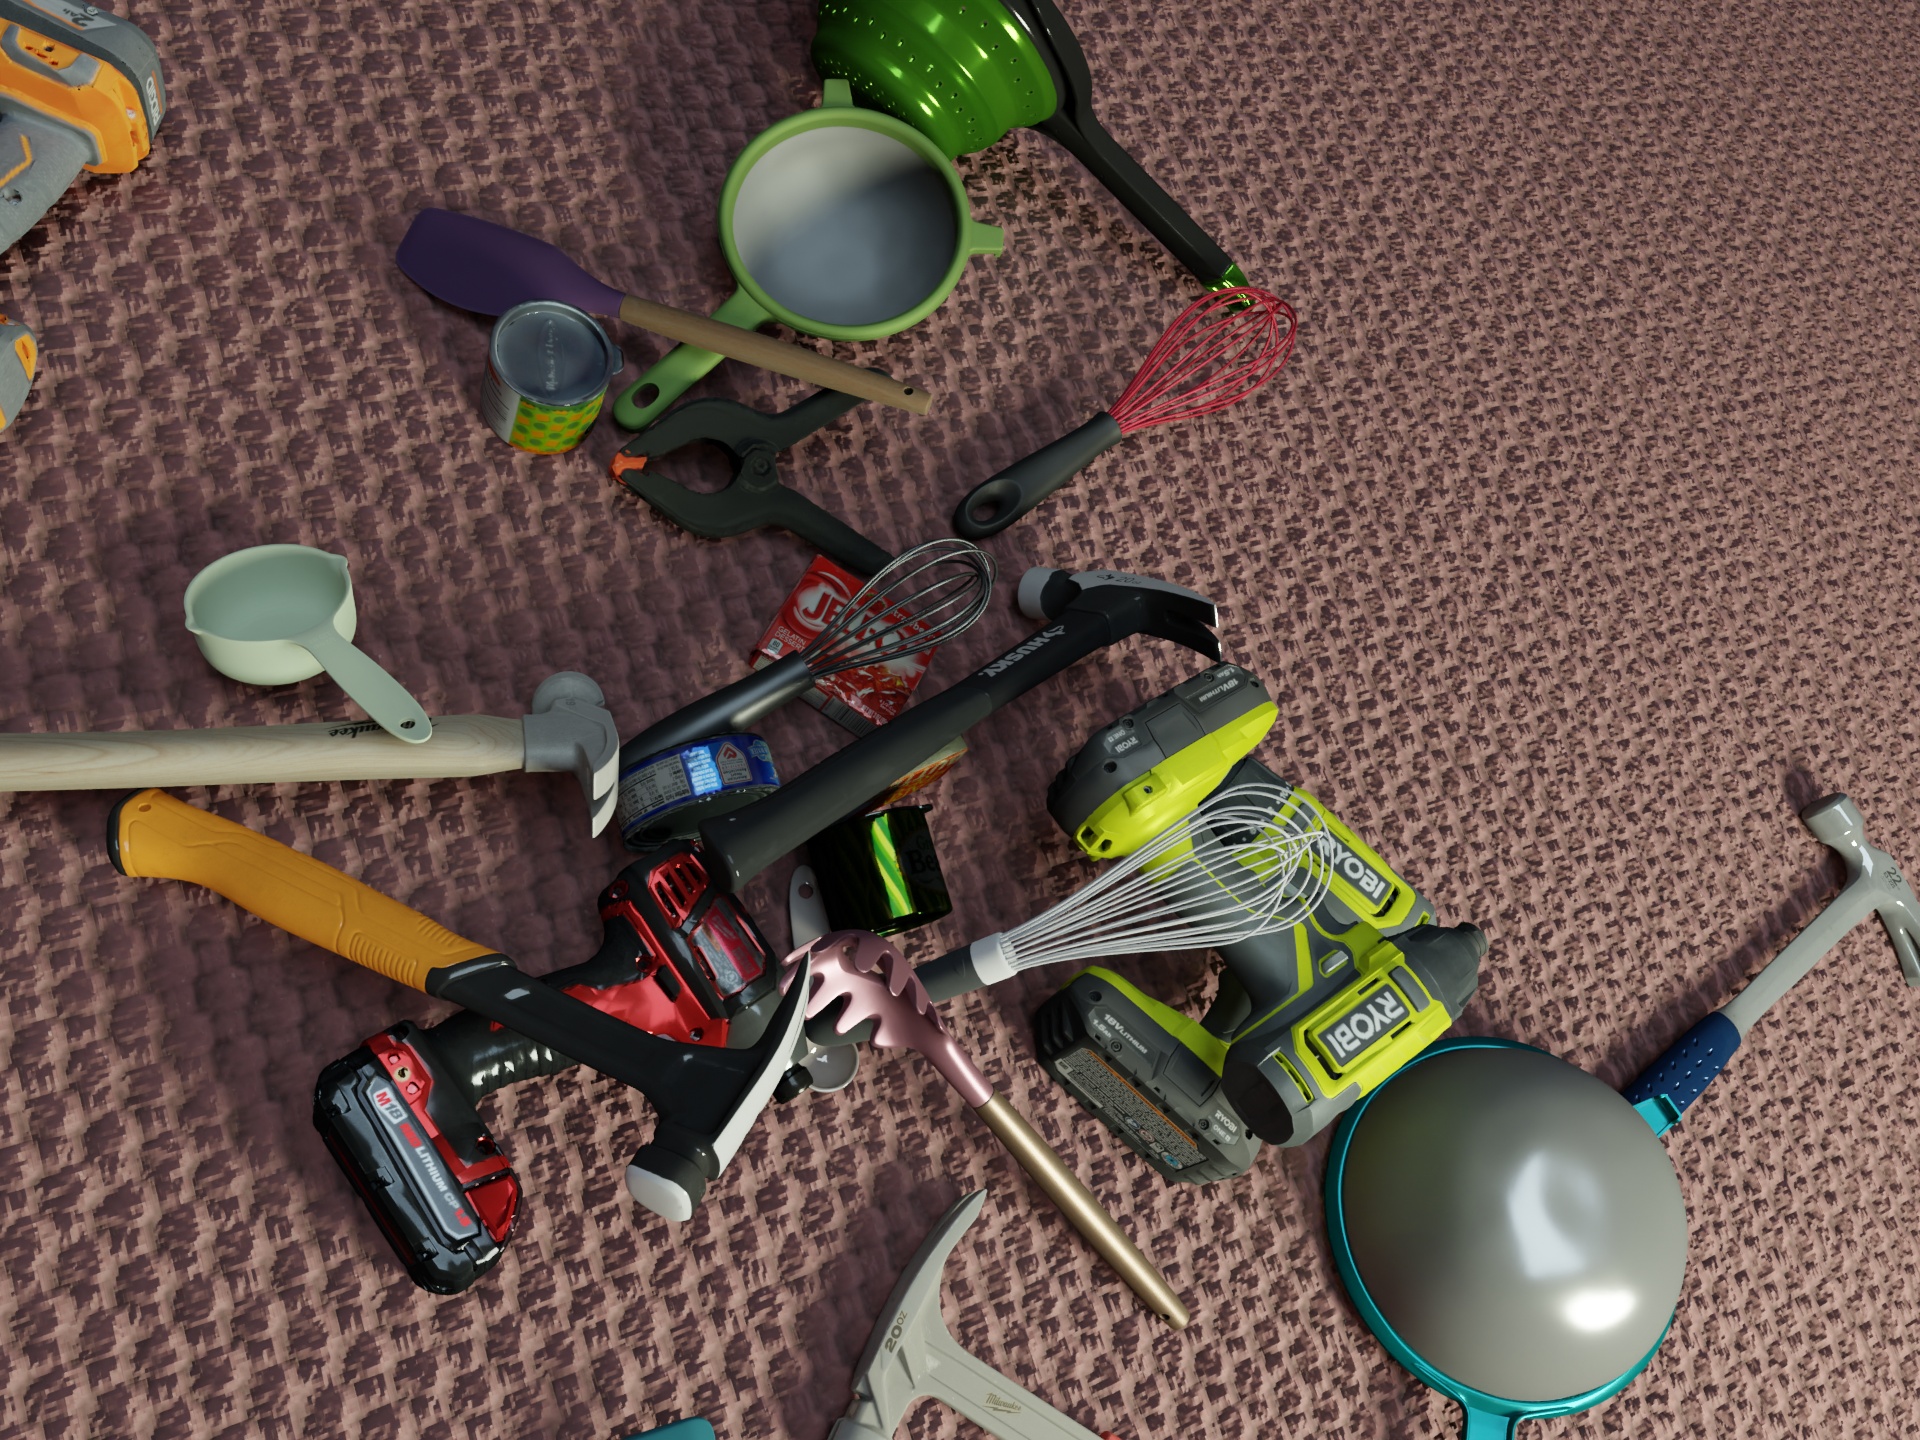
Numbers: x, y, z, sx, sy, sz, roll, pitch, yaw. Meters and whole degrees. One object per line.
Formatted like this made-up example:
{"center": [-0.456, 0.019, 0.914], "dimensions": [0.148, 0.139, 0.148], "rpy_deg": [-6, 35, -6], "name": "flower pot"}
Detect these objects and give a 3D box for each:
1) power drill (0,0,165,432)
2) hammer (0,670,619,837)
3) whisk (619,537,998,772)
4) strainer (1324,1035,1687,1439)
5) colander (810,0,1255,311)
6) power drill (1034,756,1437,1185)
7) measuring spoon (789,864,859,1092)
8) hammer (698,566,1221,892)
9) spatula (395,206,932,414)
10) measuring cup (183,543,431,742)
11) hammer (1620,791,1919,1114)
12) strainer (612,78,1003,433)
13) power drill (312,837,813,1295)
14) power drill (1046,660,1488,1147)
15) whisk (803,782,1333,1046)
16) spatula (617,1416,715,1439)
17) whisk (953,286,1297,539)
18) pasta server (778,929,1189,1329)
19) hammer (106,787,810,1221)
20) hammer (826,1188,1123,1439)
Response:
{"center": [-0.513, -0.264, 0.783], "dimensions": [0.164, 0.084, 0.227], "rpy_deg": [21, 68, -13], "name": "power drill"}
{"center": [-0.364, 0.020, 0.720], "dimensions": [0.410, 0.146, 0.038], "rpy_deg": [-2, 109, -17], "name": "hammer"}
{"center": [-0.085, -0.028, 0.851], "dimensions": [0.239, 0.055, 0.055], "rpy_deg": [-31, 84, -7], "name": "whisk"}
{"center": [0.301, 0.324, 0.849], "dimensions": [0.211, 0.095, 0.341], "rpy_deg": [16, 63, 0], "name": "strainer"}
{"center": [0.034, -0.369, 1.022], "dimensions": [0.396, 0.205, 0.094], "rpy_deg": [38, 89, -24], "name": "colander"}
{"center": [0.145, 0.124, 0.902], "dimensions": [0.190, 0.080, 0.228], "rpy_deg": [42, 59, 2], "name": "power drill"}
{"center": [-0.078, 0.137, 0.845], "dimensions": [0.034, 0.018, 0.124], "rpy_deg": [-2, 65, -15], "name": "measuring spoon"}
{"center": [-0.001, -0.003, 0.826], "dimensions": [0.335, 0.146, 0.035], "rpy_deg": [-33, 123, -39], "name": "hammer"}
{"center": [-0.168, -0.225, 0.903], "dimensions": [0.316, 0.018, 0.060], "rpy_deg": [18, 69, 1], "name": "spatula"}
{"center": [-0.304, -0.026, 0.764], "dimensions": [0.168, 0.038, 0.083], "rpy_deg": [36, 50, 25], "name": "measuring cup"}
{"center": [0.511, 0.201, 1.041], "dimensions": [0.405, 0.035, 0.144], "rpy_deg": [-30, 84, -28], "name": "hammer"}
{"center": [-0.107, -0.253, 0.957], "dimensions": [0.151, 0.069, 0.256], "rpy_deg": [44, 79, 5], "name": "strainer"}
{"center": [-0.179, 0.166, 0.759], "dimensions": [0.219, 0.078, 0.143], "rpy_deg": [-32, 85, -31], "name": "power drill"}
{"center": [0.165, 0.088, 0.842], "dimensions": [0.171, 0.080, 0.223], "rpy_deg": [-28, 73, -28], "name": "power drill"}
{"center": [0.045, 0.104, 0.777], "dimensions": [0.284, 0.070, 0.070], "rpy_deg": [-23, 77, 17], "name": "whisk"}
{"center": [-0.261, 0.357, 0.671], "dimensions": [0.317, 0.044, 0.082], "rpy_deg": [0, 74, -20], "name": "spatula"}
{"center": [0.108, -0.198, 1.020], "dimensions": [0.296, 0.073, 0.073], "rpy_deg": [-37, 87, -22], "name": "whisk"}
{"center": [0.024, 0.210, 0.791], "dimensions": [0.316, 0.060, 0.040], "rpy_deg": [52, 40, -21], "name": "pasta server"}
{"center": [-0.235, 0.099, 0.713], "dimensions": [0.337, 0.034, 0.127], "rpy_deg": [21, 47, 13], "name": "hammer"}
{"center": [0.111, 0.395, 0.809], "dimensions": [0.359, 0.036, 0.149], "rpy_deg": [35, 62, -6], "name": "hammer"}
